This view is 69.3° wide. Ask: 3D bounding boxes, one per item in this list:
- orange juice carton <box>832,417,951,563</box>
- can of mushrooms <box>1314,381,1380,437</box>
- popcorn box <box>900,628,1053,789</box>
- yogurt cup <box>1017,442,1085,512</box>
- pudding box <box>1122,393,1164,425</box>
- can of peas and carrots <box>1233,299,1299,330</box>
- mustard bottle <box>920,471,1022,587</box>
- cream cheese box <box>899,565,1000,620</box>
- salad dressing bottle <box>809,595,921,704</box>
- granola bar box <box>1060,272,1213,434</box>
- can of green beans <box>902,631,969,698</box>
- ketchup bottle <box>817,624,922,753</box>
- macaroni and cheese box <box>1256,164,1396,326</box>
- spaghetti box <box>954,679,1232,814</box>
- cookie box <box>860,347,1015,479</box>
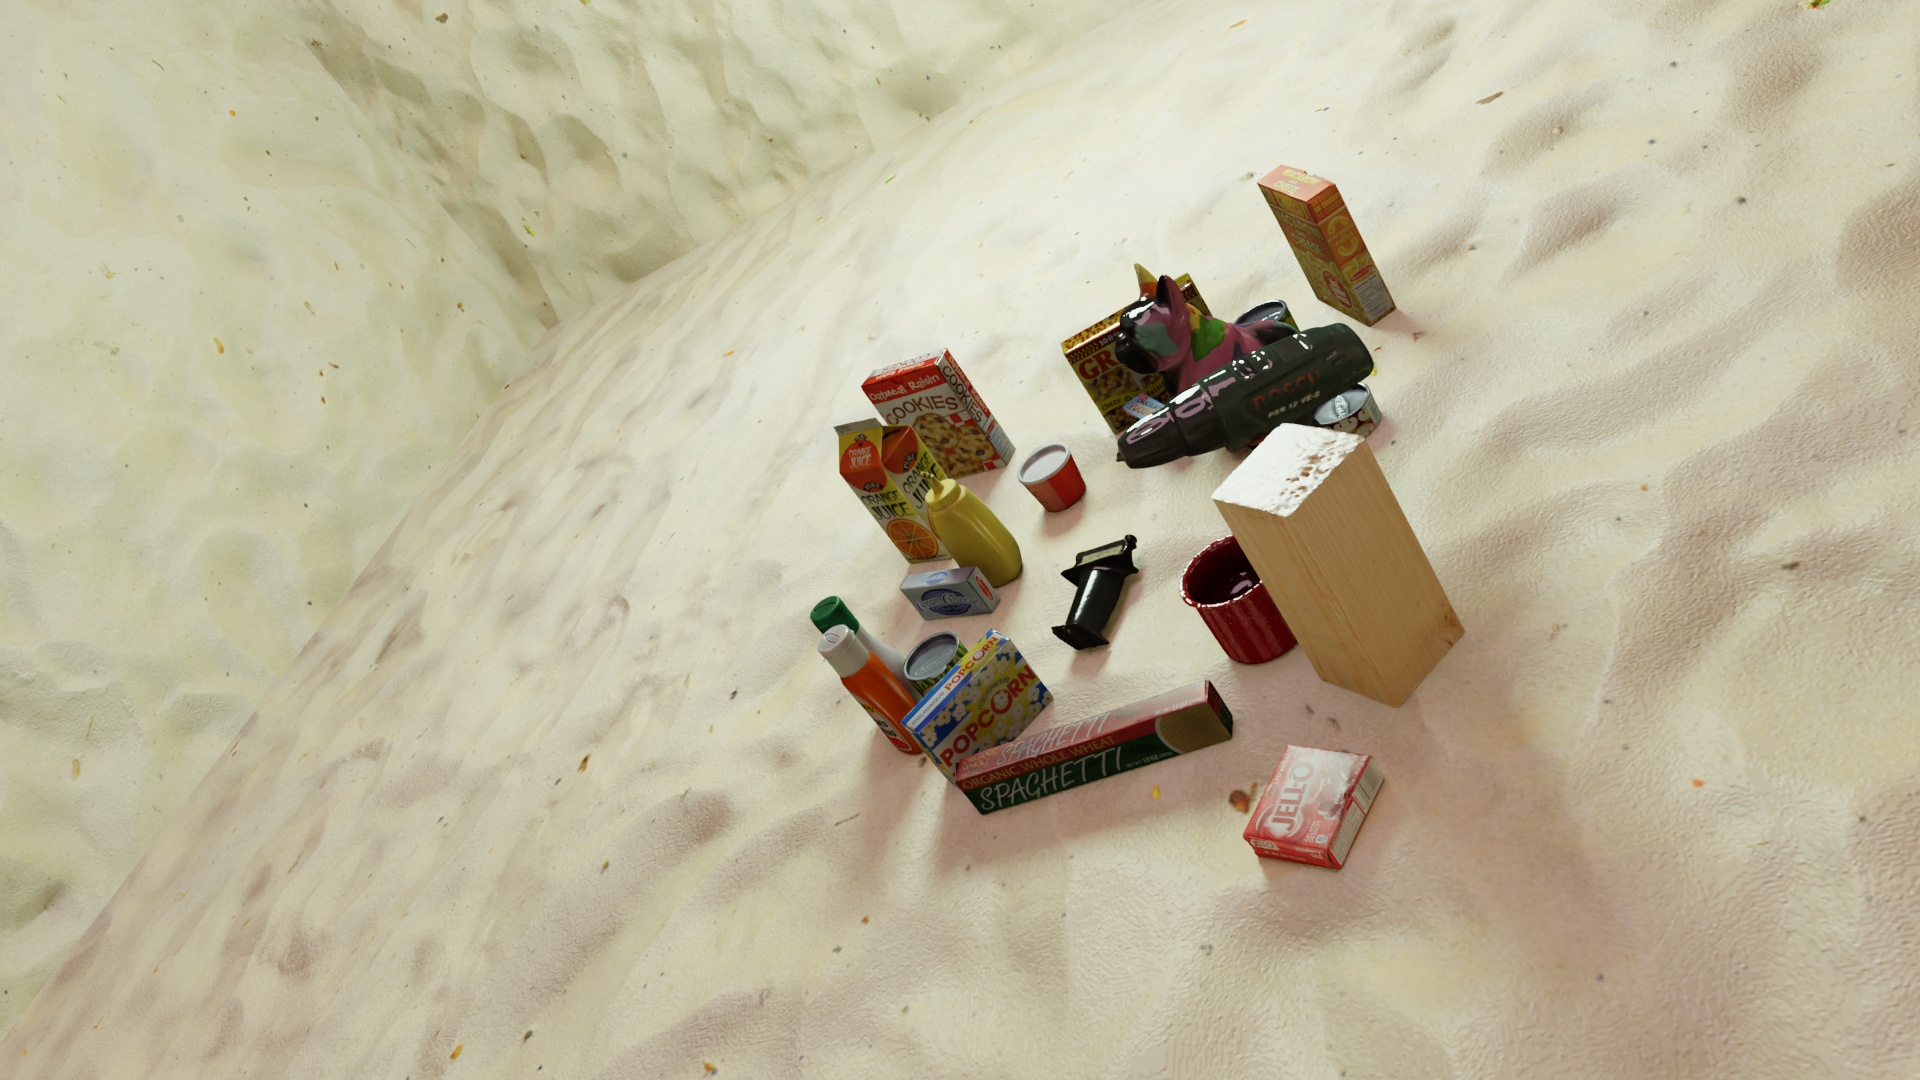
[{"bbox_3d":[-0.071,-0.067,1.621,0.071,0.192,0.073,-8,39,42],"label":"orange juice carton"},{"bbox_3d":[0.379,-0.125,1.380,0.071,0.033,0.071,-27,29,17],"label":"can of mushrooms"},{"bbox_3d":[0.016,0.158,1.296,0.127,0.085,0.038,-45,29,-16],"label":"popcorn box"},{"bbox_3d":[0.106,-0.069,1.576,0.072,0.053,0.073,-27,29,17],"label":"yogurt cup"},{"bbox_3d":[0.219,-0.129,1.547,0.030,0.049,0.084,-38,28,-3],"label":"pudding box"},{"bbox_3d":[0.345,-0.224,1.543,0.071,0.058,0.071,-27,29,17],"label":"can of peas and carrots"},{"bbox_3d":[0.005,-0.019,1.497,0.065,0.159,0.049,-21,31,27],"label":"mustard bottle"},{"bbox_3d":[-0.012,0.058,1.513,0.103,0.053,0.024,-9,38,41],"label":"cream cheese box"},{"bbox_3d":[-0.097,0.119,1.414,0.064,0.147,0.044,-20,32,29],"label":"salad dressing bottle"},{"bbox_3d":[0.218,-0.213,1.596,0.165,0.124,0.039,-28,29,15],"label":"granola bar box"},{"bbox_3d":[-0.015,0.135,1.395,0.071,0.057,0.071,-27,29,17],"label":"can of green beans"},{"bbox_3d":[-0.083,0.144,1.359,0.044,0.148,0.065,-46,29,-17],"label":"ketchup bottle"},{"bbox_3d":[0.400,-0.325,1.521,0.040,0.166,0.124,-35,28,2],"label":"macaroni and cheese box"},{"bbox_3d":[0.110,0.180,1.195,0.249,0.050,0.029,-22,31,24],"label":"spaghetti box"},{"bbox_3d":[-0.028,-0.152,1.729,0.122,0.167,0.040,-13,36,37],"label":"cookie box"}]
